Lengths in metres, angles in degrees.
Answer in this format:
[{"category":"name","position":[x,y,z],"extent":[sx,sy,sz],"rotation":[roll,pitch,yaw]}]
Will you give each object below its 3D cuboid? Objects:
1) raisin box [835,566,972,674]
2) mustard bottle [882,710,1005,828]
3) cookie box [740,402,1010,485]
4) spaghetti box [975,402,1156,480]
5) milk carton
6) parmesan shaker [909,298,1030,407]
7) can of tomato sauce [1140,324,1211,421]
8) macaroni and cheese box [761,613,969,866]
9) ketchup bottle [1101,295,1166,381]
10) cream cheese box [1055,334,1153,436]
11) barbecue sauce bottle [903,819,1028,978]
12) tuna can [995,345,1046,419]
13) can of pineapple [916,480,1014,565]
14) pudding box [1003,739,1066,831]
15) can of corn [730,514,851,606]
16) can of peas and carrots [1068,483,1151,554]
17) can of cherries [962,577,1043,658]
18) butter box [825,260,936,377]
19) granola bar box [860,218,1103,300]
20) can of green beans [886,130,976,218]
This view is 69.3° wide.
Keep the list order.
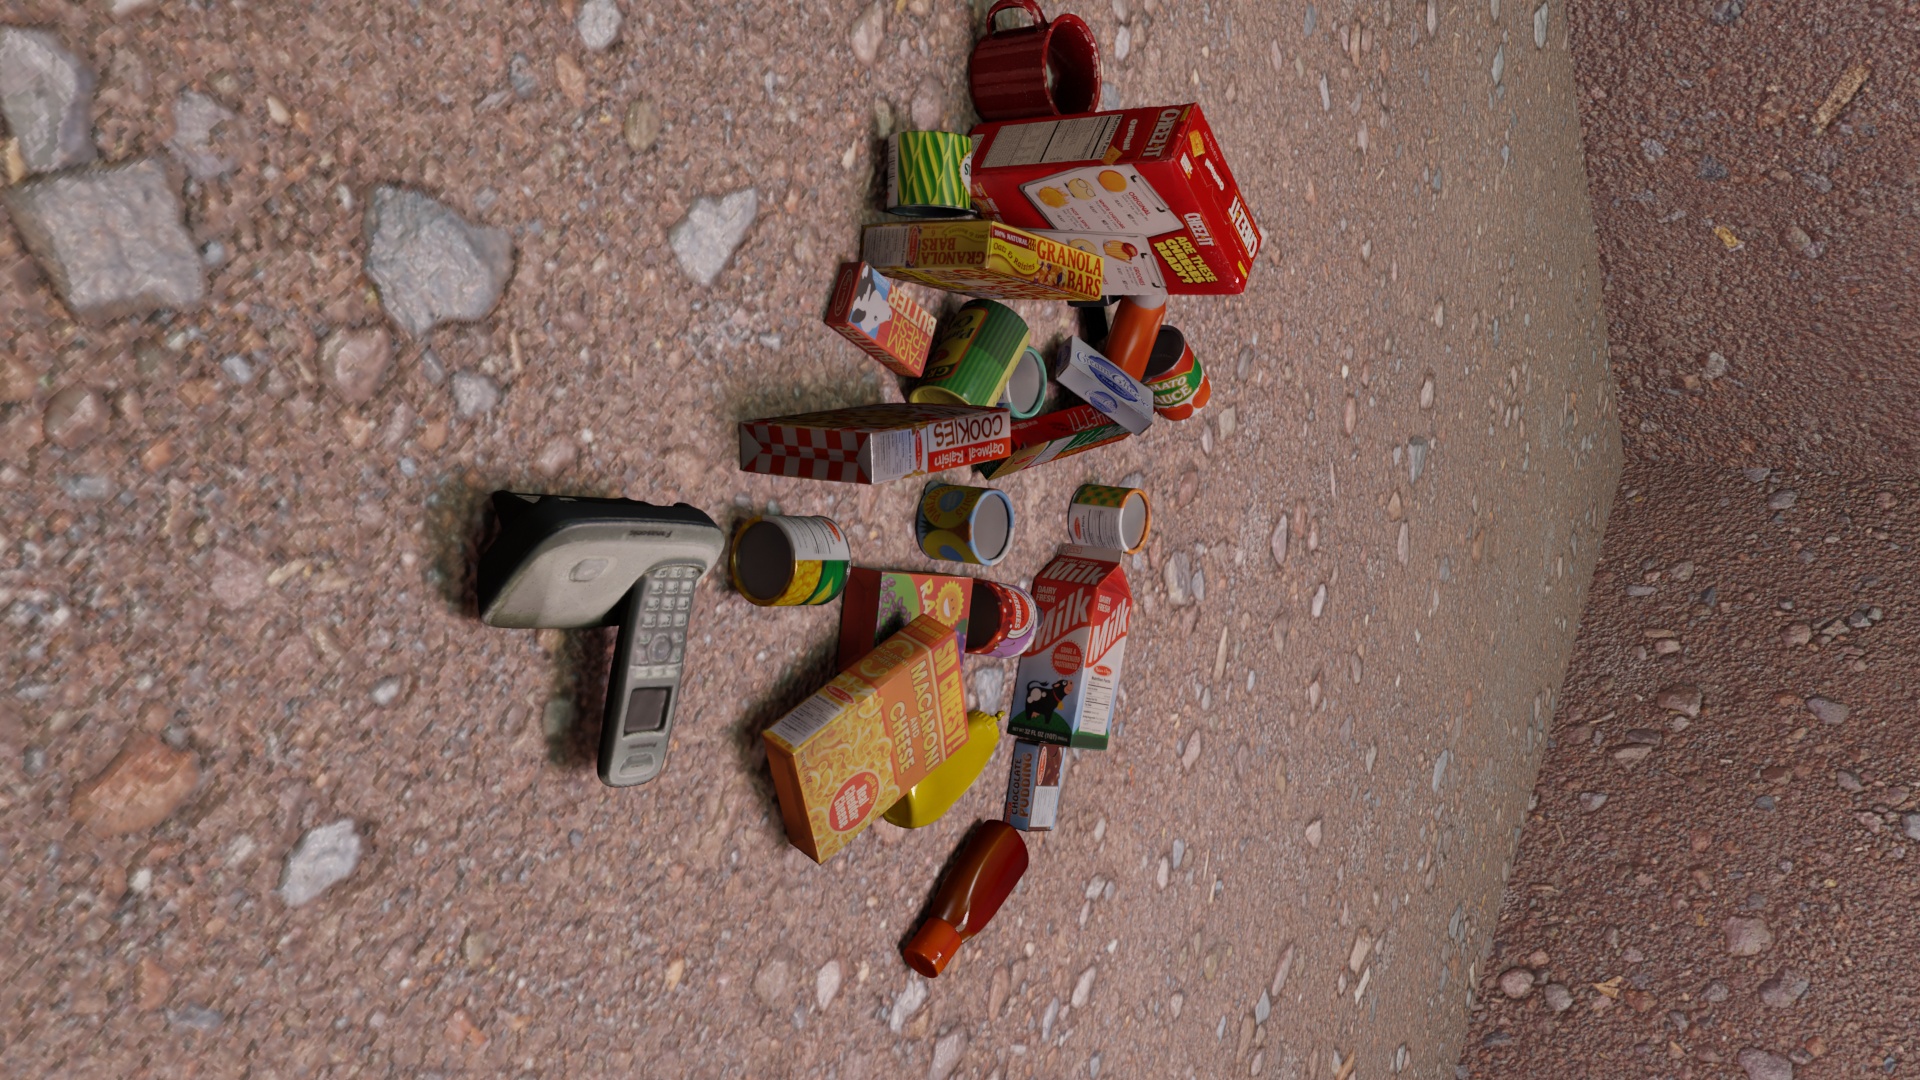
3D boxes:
[{"category":"raisin box","position":[-0.044,0.067,1.132],"extent":[0.123,0.040,0.086],"rotation":[6,90,-53]},{"category":"mustard bottle","position":[-0.009,0.185,1.188],"extent":[0.161,0.049,0.065],"rotation":[-31,120,-49]},{"category":"cookie box","position":[-0.059,-0.075,1.020],"extent":[0.168,0.123,0.040],"rotation":[-15,108,-52]},{"category":"spaghetti box","position":[0.102,-0.101,1.299],"extent":[0.251,0.050,0.029],"rotation":[-20,72,-52]},{"category":"milk carton","position":[0.108,0.098,1.319],"extent":[0.073,0.072,0.190],"rotation":[18,81,-54]},{"category":"parmesan shaker","position":[0.007,-0.142,1.156],"extent":[0.071,0.071,0.103],"rotation":[56,51,-42]},{"category":"can of tomato sauce","position":[0.215,-0.170,1.434],"extent":[0.083,0.071,0.071],"rotation":[45,59,-48]},{"category":"macaroni and cheese box","position":[-0.068,0.150,1.064],"extent":[0.167,0.040,0.123],"rotation":[-36,136,-33]},{"category":"ketchup bottle","position":[0.168,-0.207,1.325],"extent":[0.065,0.043,0.148],"rotation":[-48,164,-34]},{"category":"cream cheese box","position":[0.136,-0.147,1.312],"extent":[0.104,0.024,0.054],"rotation":[32,36,-19]},{"category":"barbecue sauce bottle","position":[0.006,0.319,1.231],"extent":[0.149,0.043,0.064],"rotation":[-47,130,-39]},{"category":"tuna can","position":[0.048,-0.140,1.236],"extent":[0.071,0.033,0.071],"rotation":[-11,103,-53]},{"category":"can of pineapple","position":[0.004,-0.015,1.171],"extent":[0.071,0.058,0.071],"rotation":[-11,103,-53]},{"category":"pudding box","position":[0.071,0.233,1.321],"extent":[0.049,0.030,0.083],"rotation":[15,82,-53]},{"category":"can of corn","position":[-0.123,0.016,0.995],"extent":[0.058,0.071,0.071],"rotation":[2,93,-54]},{"category":"can of peas and carrots","position":[0.149,-0.022,1.371],"extent":[0.071,0.059,0.070],"rotation":[-12,105,-53]},{"category":"can of cherries","position":[0.027,0.067,1.203],"extent":[0.058,0.071,0.071],"rotation":[15,83,-53]},{"category":"butter box","position":[-0.060,-0.172,1.090],"extent":[0.103,0.024,0.053],"rotation":[31,69,-51]},{"category":"granola bar box","position":[0.020,-0.222,1.109],"extent":[0.166,0.124,0.039],"rotation":[0,96,-54]},{"category":"can of green beans","position":[-0.024,-0.286,1.088],"extent":[0.071,0.071,0.057],"rotation":[-6,99,-54]}]
